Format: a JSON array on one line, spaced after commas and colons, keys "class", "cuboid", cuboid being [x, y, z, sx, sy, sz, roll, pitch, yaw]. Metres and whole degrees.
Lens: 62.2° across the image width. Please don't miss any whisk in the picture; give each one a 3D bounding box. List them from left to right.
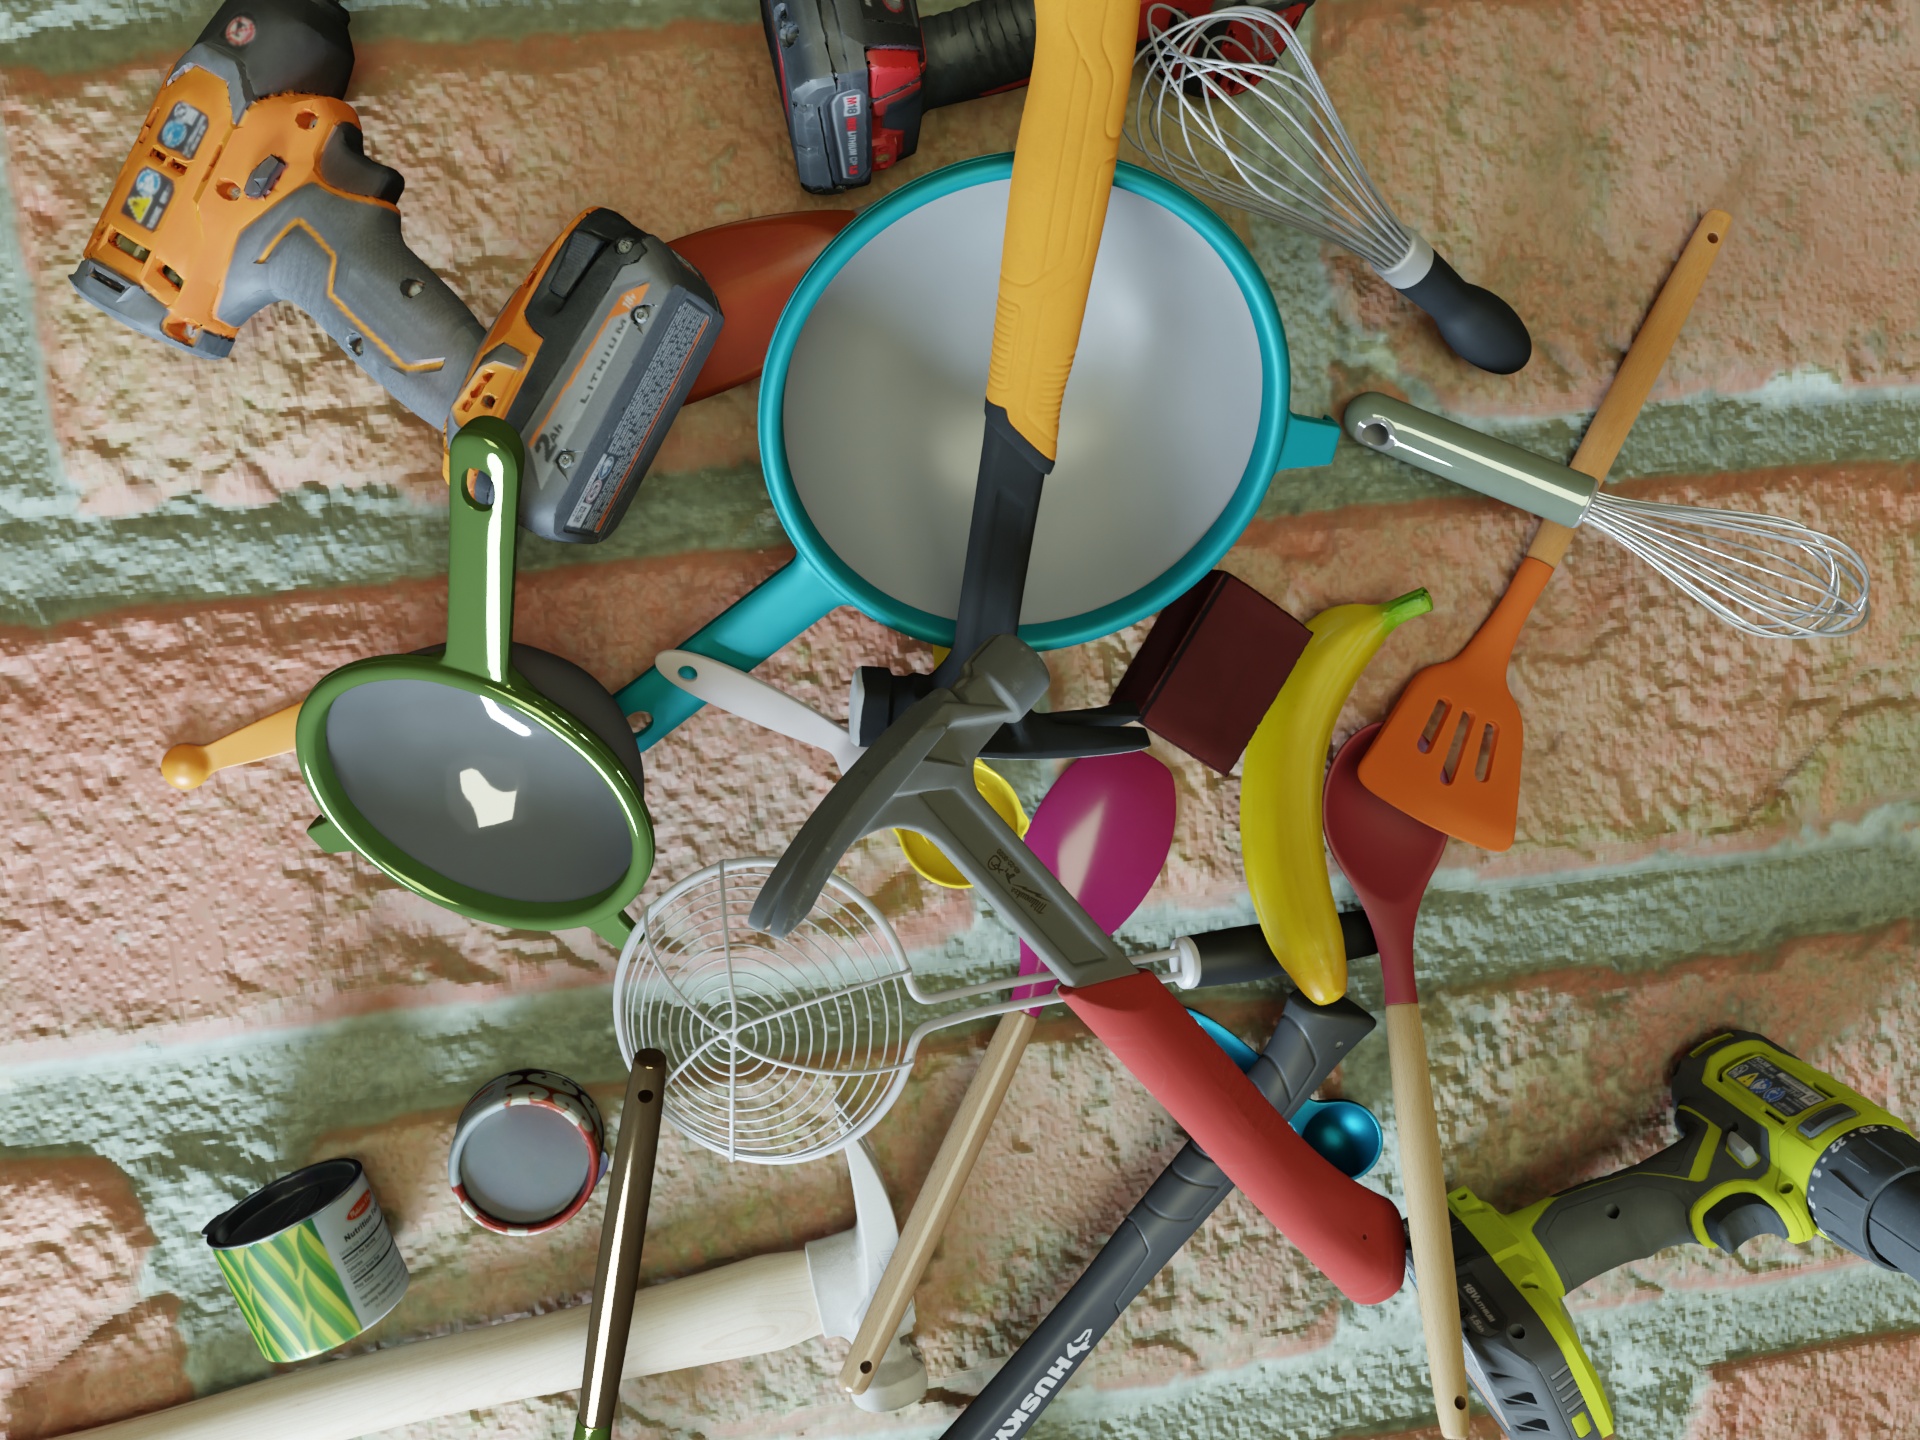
[{"class": "whisk", "cuboid": [0.165, -0.207, 0.655, 0.284, 0.070, 0.070, 19, 95, -43]}, {"class": "whisk", "cuboid": [0.290, -0.096, 0.720, 0.246, 0.057, 0.059, 24, 52, 8]}]

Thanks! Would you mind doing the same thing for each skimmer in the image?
[{"class": "skimmer", "cuboid": [0.034, 0.111, 0.710, 0.363, 0.090, 0.127, -4, 94, -30]}]

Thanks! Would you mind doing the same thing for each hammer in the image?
[{"class": "hammer", "cuboid": [-0.226, 0.286, 0.718, 0.410, 0.038, 0.146, -12, 98, -8]}, {"class": "hammer", "cuboid": [0.034, -0.128, 0.589, 0.127, 0.034, 0.336, 2, 124, -8]}, {"class": "hammer", "cuboid": [0.078, 0.260, 0.745, 0.335, 0.035, 0.146, -50, 123, -2]}, {"class": "hammer", "cuboid": [0.076, 0.139, 0.663, 0.149, 0.037, 0.358, -49, 114, -18]}]

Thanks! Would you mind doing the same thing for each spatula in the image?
[{"class": "spatula", "cuboid": [0.288, -0.096, 0.750, 0.081, 0.041, 0.322, 27, 91, -1]}]

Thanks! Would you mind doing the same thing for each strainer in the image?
[{"class": "strainer", "cuboid": [-0.177, -0.022, 0.622, 0.151, 0.069, 0.256, 18, 133, 0]}, {"class": "strainer", "cuboid": [-0.028, -0.104, 0.677, 0.340, 0.095, 0.210, -35, 122, 18]}]

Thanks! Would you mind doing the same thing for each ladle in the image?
[{"class": "ladle", "cuboid": [-0.149, 0.279, 0.661, 0.078, 0.062, 0.320, 7, 113, -14]}, {"class": "ladle", "cuboid": [0.206, 0.156, 0.724, 0.069, 0.031, 0.316, 2, 73, -14]}]

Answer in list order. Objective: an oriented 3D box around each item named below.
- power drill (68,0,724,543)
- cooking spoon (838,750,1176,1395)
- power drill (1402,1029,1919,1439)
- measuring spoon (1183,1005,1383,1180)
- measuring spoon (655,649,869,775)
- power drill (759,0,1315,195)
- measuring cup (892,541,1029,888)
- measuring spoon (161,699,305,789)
[{"class": "power drill", "cuboid": [-0.210, -0.184, 0.609, 0.226, 0.084, 0.164, 30, 96, 5]}, {"class": "cooking spoon", "cuboid": [0.019, 0.158, 0.731, 0.068, 0.017, 0.319, 27, 84, -13]}, {"class": "power drill", "cuboid": [0.335, 0.242, 0.734, 0.228, 0.191, 0.080, -27, 103, -1]}, {"class": "measuring spoon", "cuboid": [0.151, 0.178, 0.781, 0.128, 0.021, 0.042, 38, 96, -4]}, {"class": "measuring spoon", "cuboid": [-0.074, 0.002, 0.679, 0.124, 0.018, 0.034, 26, 121, -20]}, {"class": "power drill", "cuboid": [0.039, -0.287, 0.609, 0.226, 0.188, 0.080, -13, 87, -4]}, {"class": "measuring cup", "cuboid": [-0.001, -0.002, 0.726, 0.062, 0.029, 0.156, -1, 86, -1]}, {"class": "measuring spoon", "cuboid": [-0.284, 0.004, 0.680, 0.117, 0.011, 0.021, -20, 101, -7]}]
